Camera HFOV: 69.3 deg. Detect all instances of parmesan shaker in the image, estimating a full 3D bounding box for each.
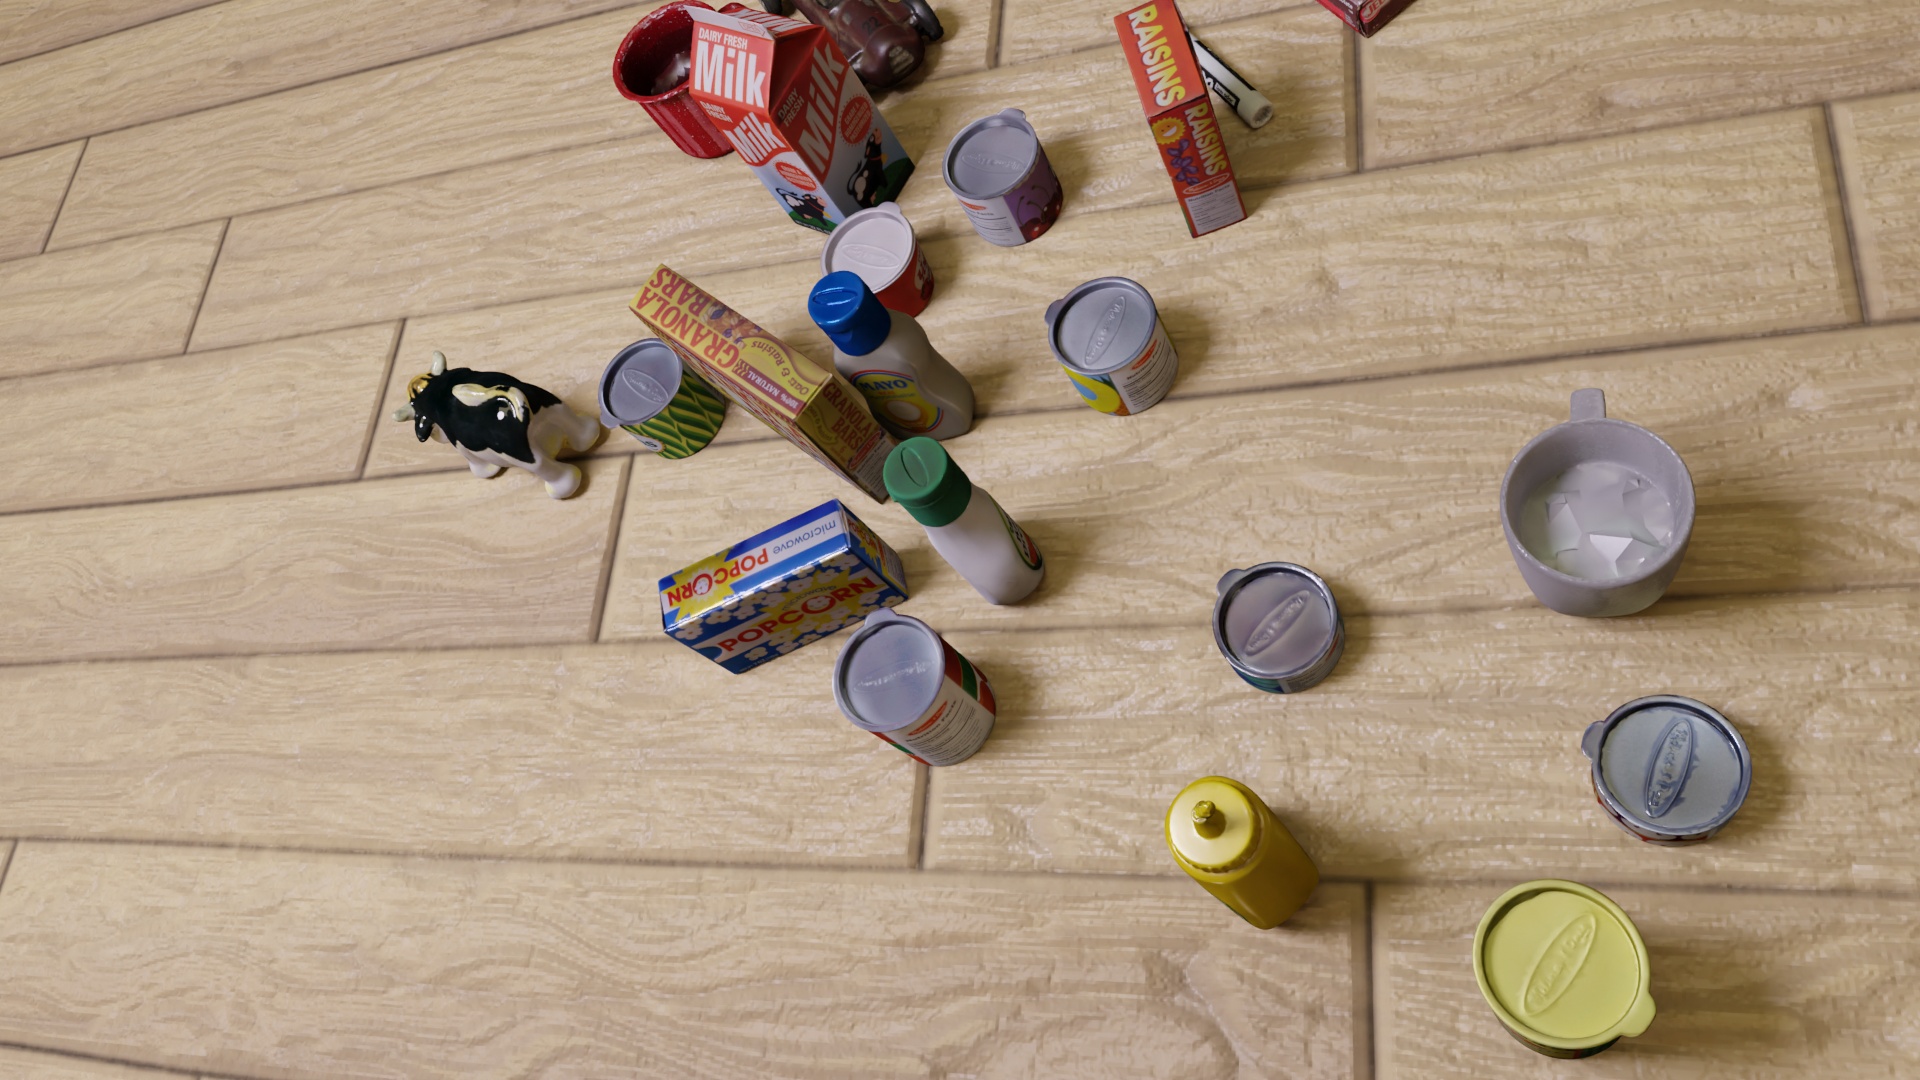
[{"bbox_3d":[0.262,0.190,0.601,0.071,0.103,0.071,-9,65,19],"label":"parmesan shaker"}]

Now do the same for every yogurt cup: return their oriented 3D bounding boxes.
[{"bbox_3d":[-0.053,-0.180,0.931,0.072,0.054,0.072,-9,64,19],"label":"yogurt cup"}]

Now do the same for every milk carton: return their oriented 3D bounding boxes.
[{"bbox_3d":[-0.110,-0.283,0.922,0.072,0.190,0.073,24,79,30],"label":"milk carton"}]

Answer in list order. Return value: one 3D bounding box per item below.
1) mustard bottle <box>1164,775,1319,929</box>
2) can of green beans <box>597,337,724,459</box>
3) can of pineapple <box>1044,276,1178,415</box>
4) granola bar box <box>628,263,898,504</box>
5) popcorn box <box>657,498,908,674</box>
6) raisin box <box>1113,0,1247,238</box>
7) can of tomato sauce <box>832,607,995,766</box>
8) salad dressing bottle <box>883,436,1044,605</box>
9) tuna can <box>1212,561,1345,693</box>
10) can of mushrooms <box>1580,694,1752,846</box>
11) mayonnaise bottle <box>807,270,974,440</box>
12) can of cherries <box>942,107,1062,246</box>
[{"bbox_3d":[0.126,0.141,0.648,0.049,0.160,0.065,-46,58,-1],"label":"mustard bottle"},{"bbox_3d":[-0.205,-0.097,0.955,0.071,0.057,0.071,-9,64,19],"label":"can of green beans"},{"bbox_3d":[0.092,-0.117,0.839,0.071,0.057,0.071,-9,64,19],"label":"can of pineapple"},{"bbox_3d":[-0.120,-0.098,0.881,0.166,0.124,0.039,35,84,31],"label":"granola bar box"},{"bbox_3d":[-0.106,0.030,0.840,0.126,0.085,0.038,-24,60,12],"label":"popcorn box"},{"bbox_3d":[0.135,-0.255,0.844,0.040,0.123,0.086,-19,62,15],"label":"raisin box"},{"bbox_3d":[-0.025,0.084,0.782,0.071,0.083,0.071,-9,64,19],"label":"can of tomato sauce"},{"bbox_3d":[0.003,-0.010,0.775,0.044,0.147,0.064,-33,59,7],"label":"salad dressing bottle"},{"bbox_3d":[0.170,0.046,0.747,0.071,0.032,0.071,-9,64,19],"label":"tuna can"},{"bbox_3d":[0.329,0.107,0.651,0.071,0.033,0.071,-9,64,19],"label":"can of mushrooms"},{"bbox_3d":[-0.044,-0.109,0.839,0.065,0.147,0.041,-2,67,23],"label":"mayonnaise bottle"},{"bbox_3d":[0.031,-0.240,0.920,0.071,0.058,0.072,-9,64,19],"label":"can of cherries"}]
